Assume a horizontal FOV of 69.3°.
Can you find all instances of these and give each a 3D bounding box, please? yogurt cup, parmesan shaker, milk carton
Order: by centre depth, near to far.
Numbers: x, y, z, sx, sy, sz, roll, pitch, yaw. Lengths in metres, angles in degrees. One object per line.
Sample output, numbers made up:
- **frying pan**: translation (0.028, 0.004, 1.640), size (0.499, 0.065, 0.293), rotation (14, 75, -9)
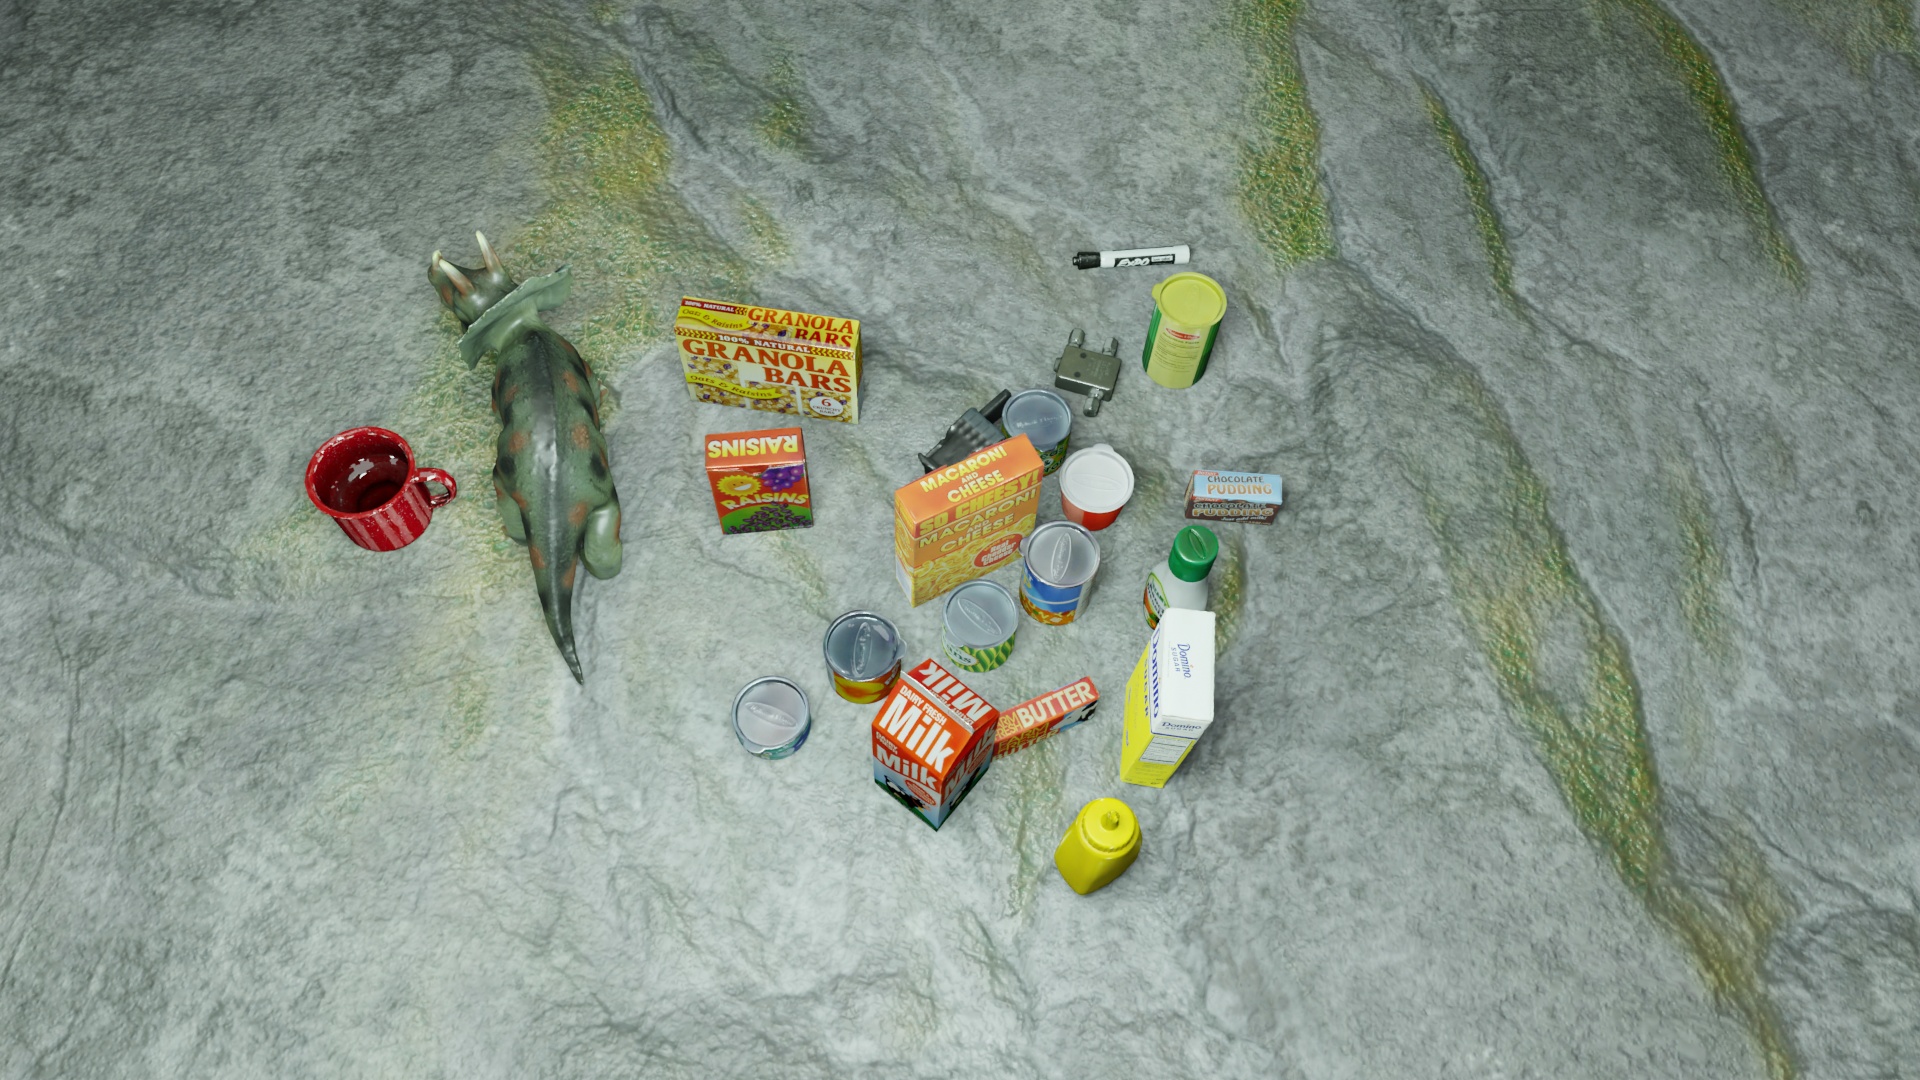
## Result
- **milk carton**: translation (-0.021, 0.158, 1.097), size (0.072, 0.189, 0.074), rotation (36, 67, 15)
- **yogurt cup**: translation (0.123, -0.045, 1.286), size (0.072, 0.053, 0.073), rotation (1, 62, -2)
- **parmesan shaker**: translation (0.212, -0.203, 1.346), size (0.071, 0.102, 0.071), rotation (1, 63, -2)

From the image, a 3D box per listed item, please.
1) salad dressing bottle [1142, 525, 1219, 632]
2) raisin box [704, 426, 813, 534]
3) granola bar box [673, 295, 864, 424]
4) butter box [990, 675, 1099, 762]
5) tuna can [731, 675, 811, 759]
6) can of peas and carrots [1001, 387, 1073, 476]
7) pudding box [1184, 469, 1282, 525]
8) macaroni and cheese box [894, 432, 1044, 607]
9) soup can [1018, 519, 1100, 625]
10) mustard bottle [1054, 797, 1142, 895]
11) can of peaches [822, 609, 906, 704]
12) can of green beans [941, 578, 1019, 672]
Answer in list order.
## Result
- **salad dressing bottle**: translation (0.190, 0.035, 1.194), size (0.044, 0.147, 0.064), rotation (-16, 64, -10)
- **raisin box**: translation (-0.178, -0.051, 1.238), size (0.086, 0.122, 0.040), rotation (-4, 63, -4)
- **granola bar box**: translation (-0.175, -0.168, 1.299), size (0.166, 0.123, 0.039), rotation (8, 63, 2)
- **butter box**: translation (0.066, 0.152, 1.181), size (0.104, 0.053, 0.024), rotation (-21, 65, -13)
- **tuna can**: translation (-0.161, 0.153, 1.182), size (0.071, 0.032, 0.071), rotation (1, 62, -2)
- **can of peas and carrots**: translation (0.071, -0.099, 1.310), size (0.071, 0.058, 0.071), rotation (1, 62, -2)
- **pudding box**: translation (0.254, -0.041, 1.292), size (0.084, 0.049, 0.030), rotation (5, 63, 0)
- **macaroni and cheese box**: translation (0.004, -0.015, 1.203), size (0.124, 0.165, 0.040), rotation (-25, 66, -14)
- **soup can**: translation (0.084, 0.029, 1.229), size (0.071, 0.083, 0.071), rotation (1, 63, -2)
- **mustard bottle**: translation (0.111, 0.232, 1.081), size (0.065, 0.159, 0.049), rotation (-30, 68, -16)
- **can of peaches**: translation (-0.082, 0.102, 1.199), size (0.071, 0.057, 0.071), rotation (1, 62, -2)
- **can of green beans**: translation (0.016, 0.075, 1.217), size (0.071, 0.057, 0.071), rotation (1, 62, -2)
